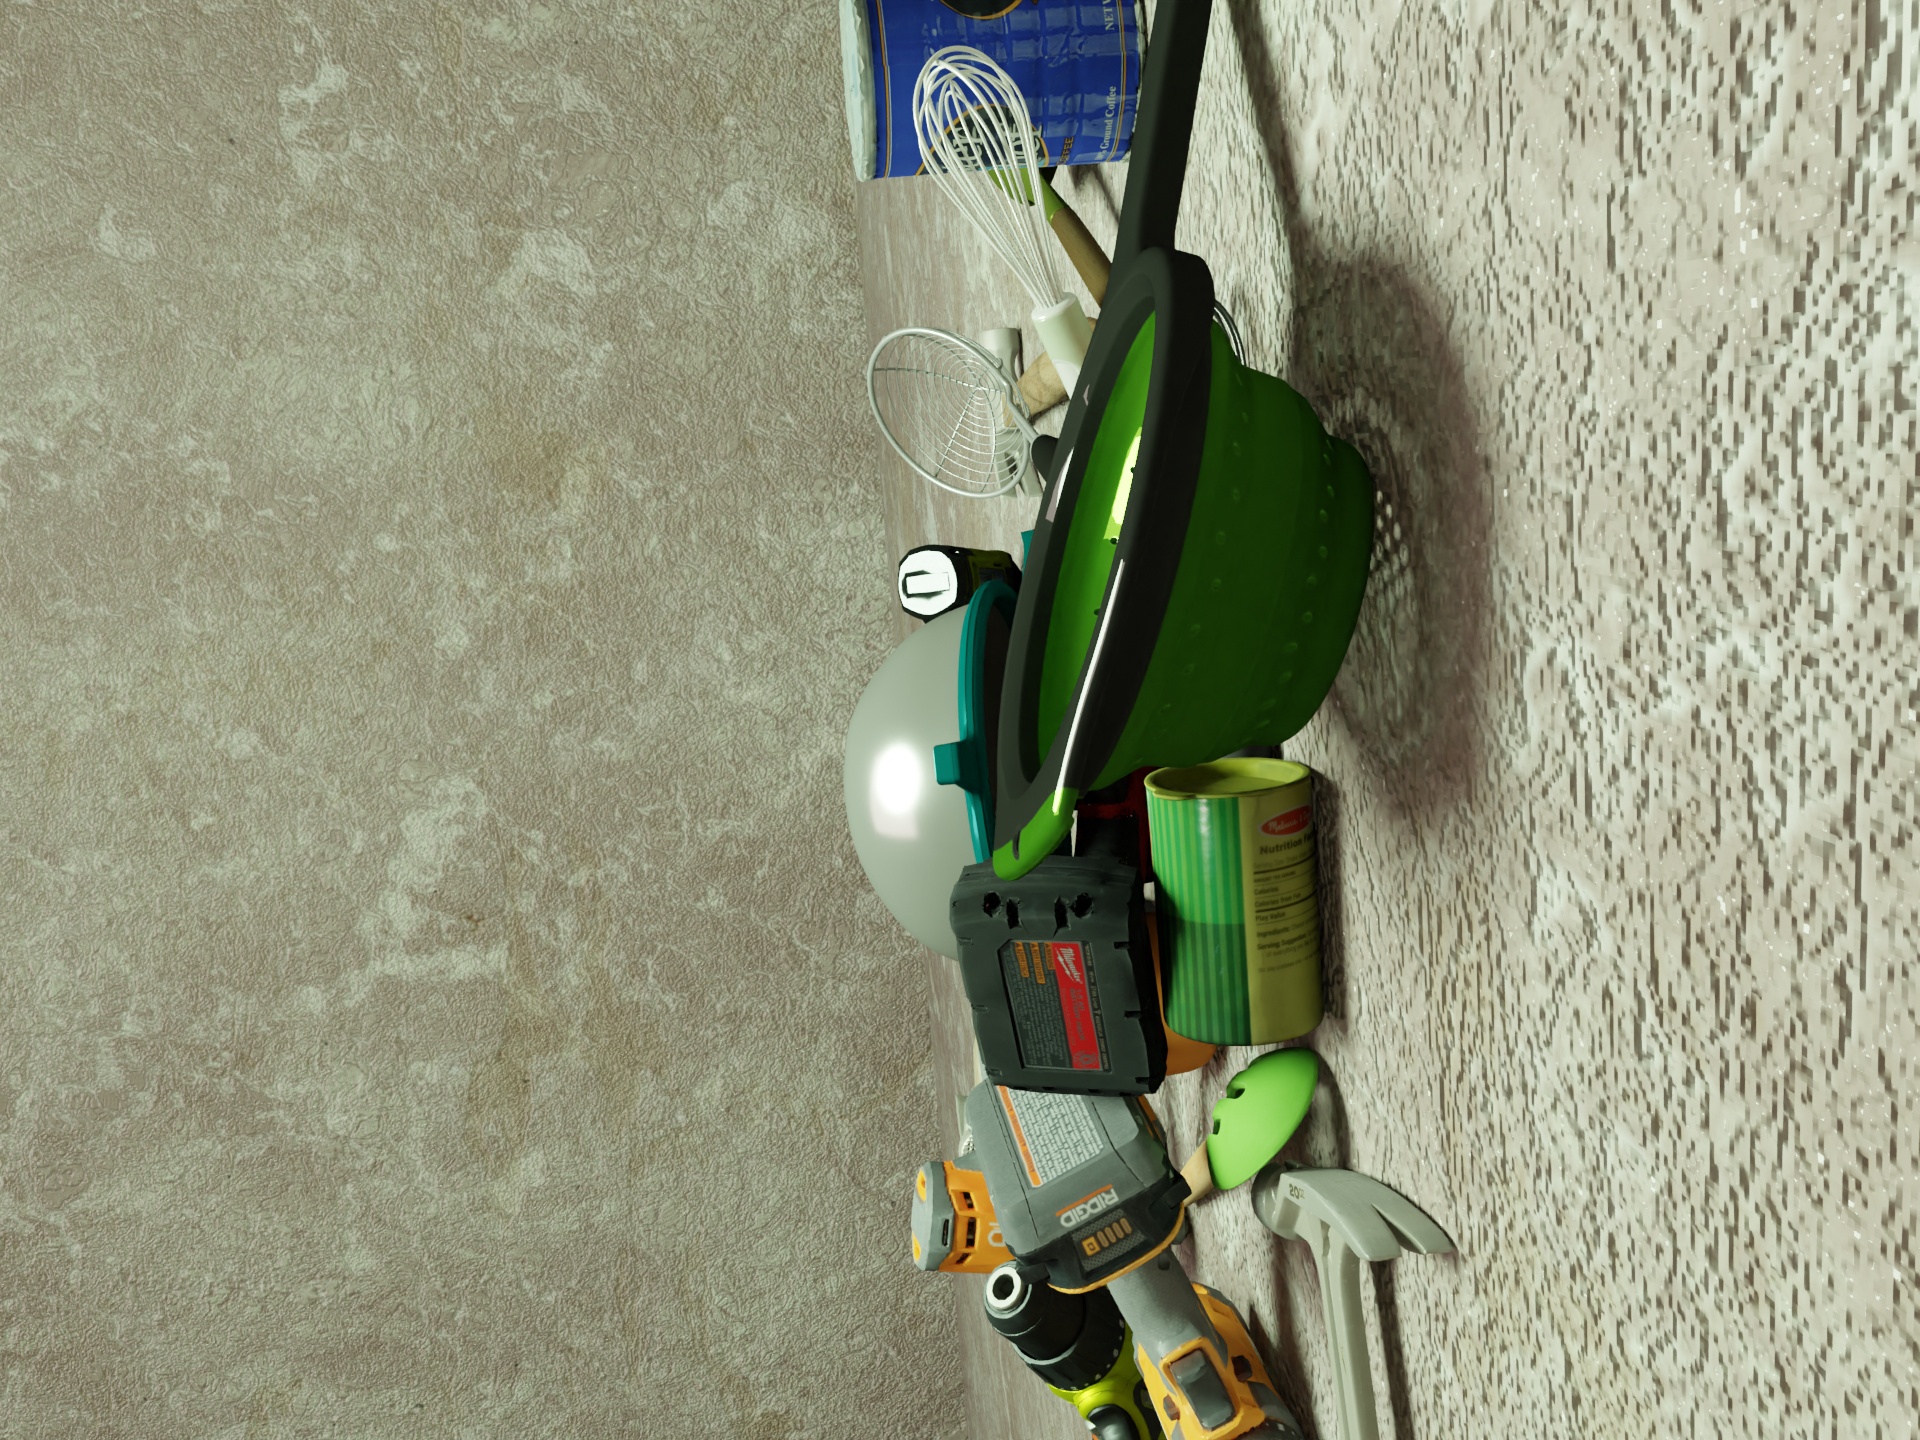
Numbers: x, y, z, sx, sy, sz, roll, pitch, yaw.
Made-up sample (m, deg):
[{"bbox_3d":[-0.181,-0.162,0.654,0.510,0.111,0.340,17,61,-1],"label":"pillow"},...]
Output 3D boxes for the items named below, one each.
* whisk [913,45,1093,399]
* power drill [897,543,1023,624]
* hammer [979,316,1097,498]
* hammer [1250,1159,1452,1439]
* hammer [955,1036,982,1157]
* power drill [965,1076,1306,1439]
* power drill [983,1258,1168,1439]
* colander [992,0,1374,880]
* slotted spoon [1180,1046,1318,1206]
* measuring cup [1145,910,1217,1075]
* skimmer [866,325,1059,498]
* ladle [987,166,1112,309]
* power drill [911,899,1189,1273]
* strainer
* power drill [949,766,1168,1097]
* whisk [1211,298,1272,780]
[{"bbox_3d":[0.042,-0.210,0.782,0.058,0.059,0.246,16,142,52],"label":"whisk"},{"bbox_3d":[0.017,-0.023,1.249,0.171,0.080,0.223,-7,-87,-66],"label":"power drill"},{"bbox_3d":[0.053,-0.221,1.065,0.331,0.031,0.130,-148,52,-82],"label":"hammer"},{"bbox_3d":[0.163,0.353,0.591,0.149,0.036,0.359,128,136,-81],"label":"hammer"},{"bbox_3d":[0.036,0.094,1.097,0.146,0.038,0.410,-142,58,-87],"label":"hammer"},{"bbox_3d":[0.093,0.275,0.717,0.226,0.084,0.185,61,180,-18],"label":"power drill"},{"bbox_3d":[0.089,0.396,0.816,0.190,0.080,0.229,45,-162,-39],"label":"power drill"},{"bbox_3d":[0.096,-0.130,0.582,0.204,0.094,0.397,123,159,-72],"label":"colander"},{"bbox_3d":[0.126,0.214,0.781,0.070,0.031,0.313,-55,-14,-19],"label":"slotted spoon"},{"bbox_3d":[0.109,0.182,0.860,0.095,0.052,0.173,-109,13,-65],"label":"measuring cup"},{"bbox_3d":[0.013,-0.152,0.918,0.127,0.090,0.364,59,-176,-24],"label":"skimmer"},{"bbox_3d":[0.075,-0.255,0.846,0.078,0.062,0.321,91,164,-46],"label":"ladle"},{"bbox_3d":[0.062,0.214,0.940,0.084,0.164,0.226,173,103,-81],"label":"power drill"},{"bbox_3d":[-0.001,-0.003,0.881,0.341,0.095,0.210,-83,-20,-51],"label":"strainer"},{"bbox_3d":[0.064,0.055,0.738,0.220,0.078,0.143,-65,-31,-54],"label":"power drill"},{"bbox_3d":[0.107,-0.066,0.677,0.055,0.055,0.239,-142,42,-81],"label":"whisk"}]
